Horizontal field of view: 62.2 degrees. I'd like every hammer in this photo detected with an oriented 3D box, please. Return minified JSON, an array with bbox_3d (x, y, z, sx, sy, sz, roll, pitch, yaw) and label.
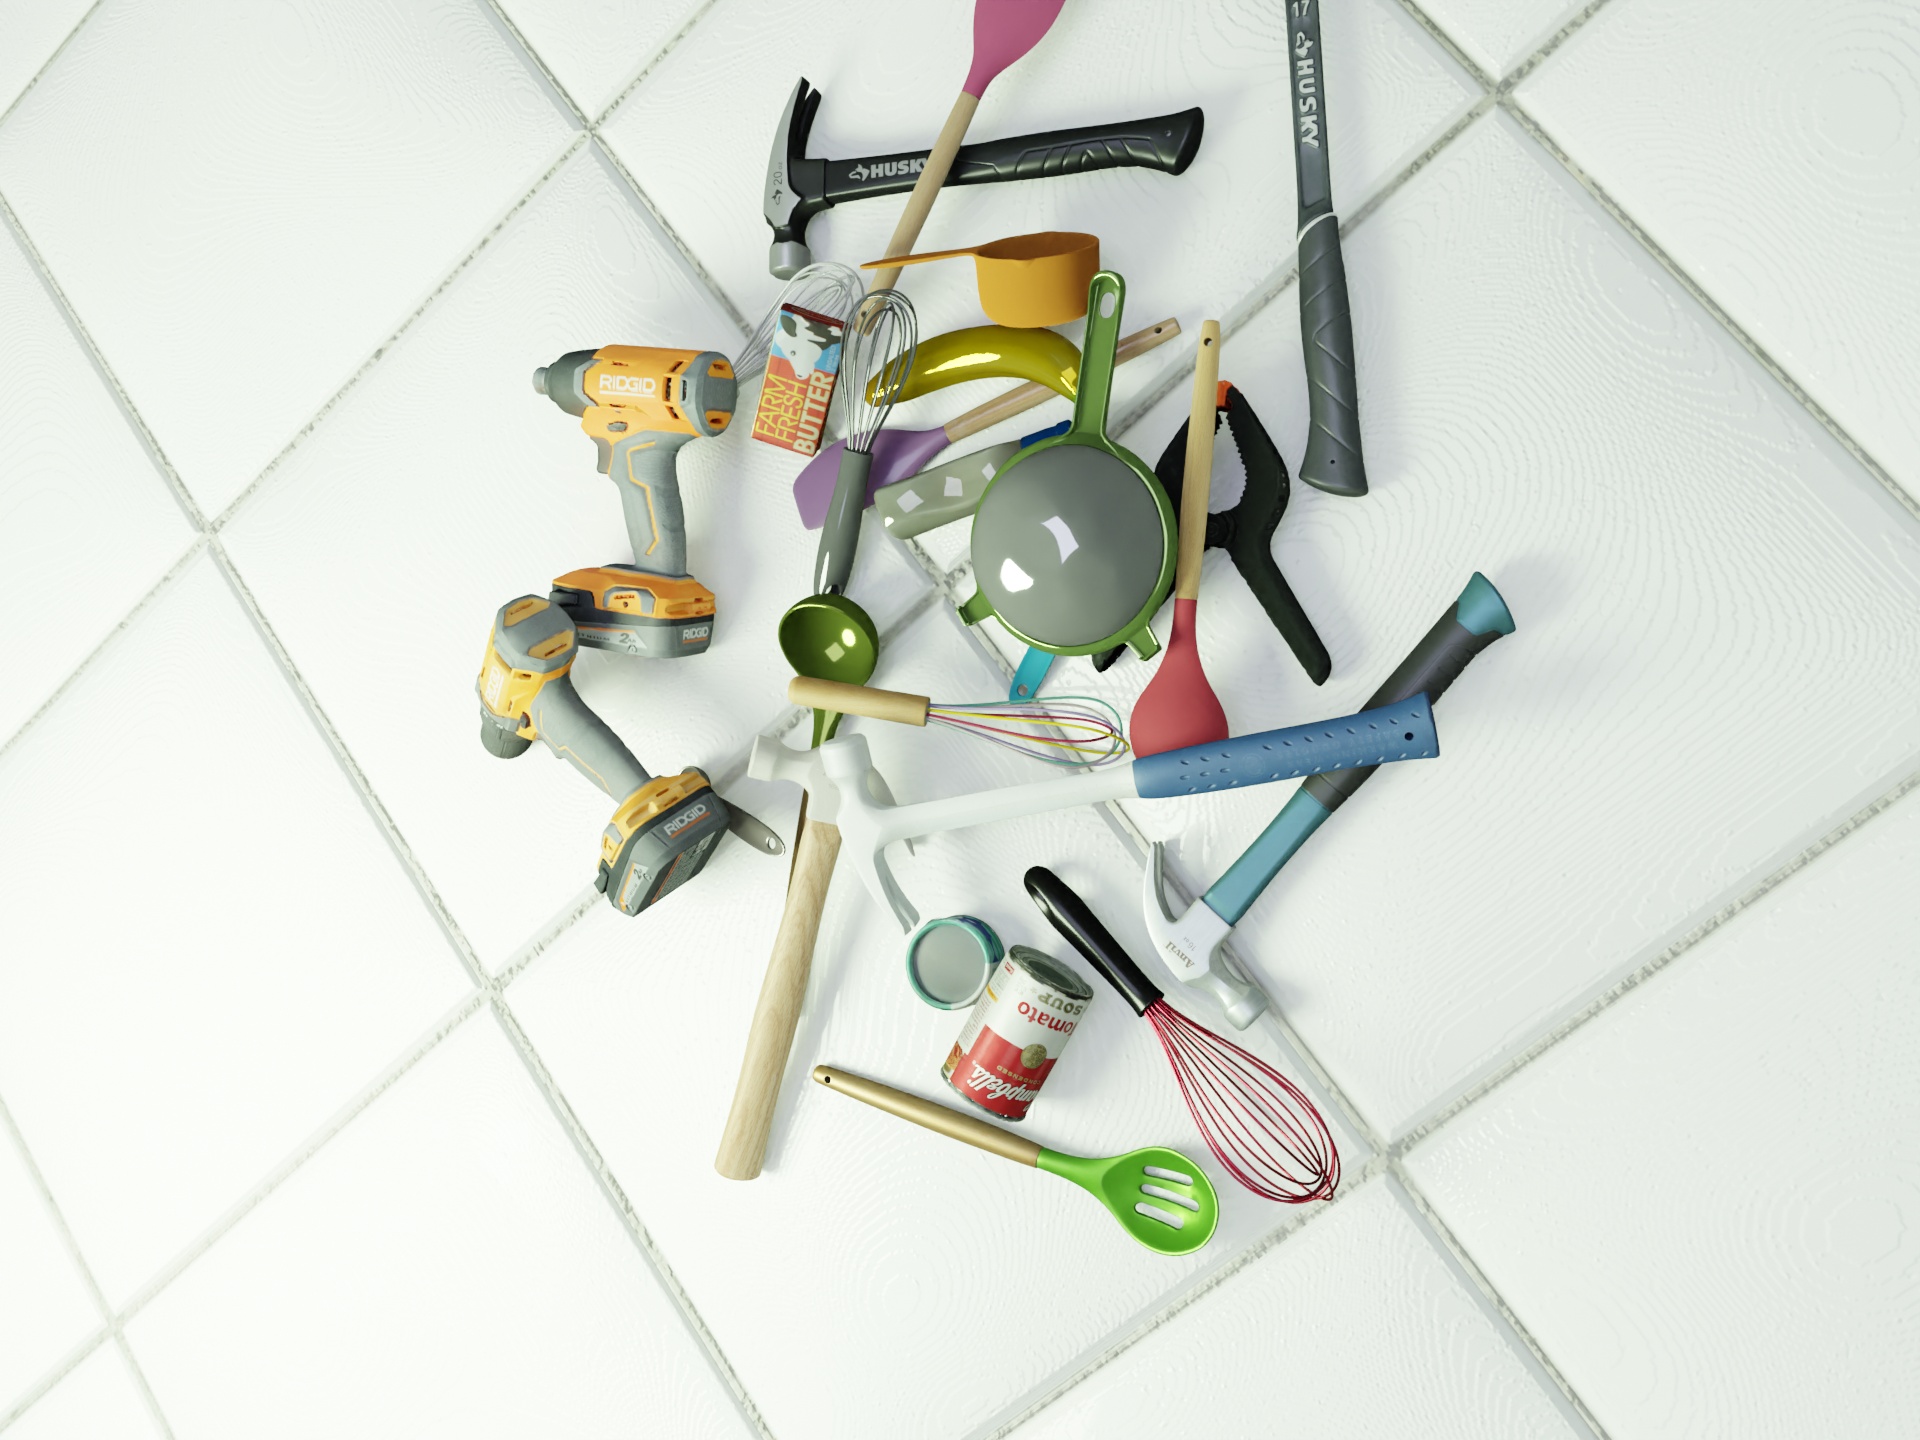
[{"bbox_3d":[0.012,-0.413,1.165,0.335,0.035,0.146,0,87,20],"label":"hammer"},{"bbox_3d":[0.108,0.046,1.053,0.405,0.035,0.144,-11,100,19],"label":"hammer"},{"bbox_3d":[-0.123,0.181,1.161,0.130,0.031,0.331,13,99,-10],"label":"hammer"},{"bbox_3d":[0.246,0.043,1.052,0.128,0.033,0.331,42,101,16],"label":"hammer"},{"bbox_3d":[0.245,-0.352,1.076,0.149,0.036,0.409,-5,86,19],"label":"hammer"}]

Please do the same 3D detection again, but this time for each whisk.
[{"bbox_3d":[-0.077,-0.194,1.157,0.055,0.055,0.239,21,110,20],"label":"whisk"},{"bbox_3d":[-0.172,-0.263,1.221,0.246,0.059,0.058,-37,39,18],"label":"whisk"},{"bbox_3d":[-0.002,-0.005,1.113,0.245,0.047,0.051,10,101,8],"label":"whisk"},{"bbox_3d":[0.141,0.206,1.067,0.073,0.073,0.296,-48,67,11],"label":"whisk"}]

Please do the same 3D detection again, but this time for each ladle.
[{"bbox_3d":[-0.115,0.066,1.172,0.078,0.062,0.320,10,93,18],"label":"ladle"},{"bbox_3d":[0.154,-0.107,1.061,0.069,0.031,0.315,6,95,20],"label":"ladle"}]

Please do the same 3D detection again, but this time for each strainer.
[{"bbox_3d":[0.070,-0.167,1.043,0.151,0.069,0.256,13,103,25],"label":"strainer"}]

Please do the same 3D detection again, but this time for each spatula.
[{"bbox_3d":[0.013,-0.222,1.161,0.316,0.018,0.060,-22,76,19],"label":"spatula"}]

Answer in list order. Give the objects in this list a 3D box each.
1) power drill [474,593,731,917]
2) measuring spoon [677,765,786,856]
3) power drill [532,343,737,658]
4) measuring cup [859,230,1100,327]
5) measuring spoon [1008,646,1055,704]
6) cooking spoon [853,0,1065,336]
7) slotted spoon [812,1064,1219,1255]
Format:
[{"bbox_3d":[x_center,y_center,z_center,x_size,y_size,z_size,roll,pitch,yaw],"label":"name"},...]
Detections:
[{"bbox_3d":[-0.285,0.036,1.201,0.226,0.084,0.185,50,144,8],"label":"power drill"},{"bbox_3d":[-0.170,0.070,1.199,0.124,0.018,0.034,30,109,33],"label":"measuring spoon"},{"bbox_3d":[-0.257,-0.170,1.206,0.164,0.084,0.226,10,101,21],"label":"power drill"},{"bbox_3d":[0.015,-0.307,1.125,0.173,0.095,0.052,-1,118,16],"label":"measuring cup"},{"bbox_3d":[0.069,-0.065,1.135,0.042,0.021,0.128,33,107,19],"label":"measuring spoon"},{"bbox_3d":[-0.004,-0.424,1.142,0.069,0.017,0.319,28,97,20],"label":"cooking spoon"},{"bbox_3d":[0.034,0.296,1.118,0.314,0.031,0.070,15,92,22],"label":"slotted spoon"}]
